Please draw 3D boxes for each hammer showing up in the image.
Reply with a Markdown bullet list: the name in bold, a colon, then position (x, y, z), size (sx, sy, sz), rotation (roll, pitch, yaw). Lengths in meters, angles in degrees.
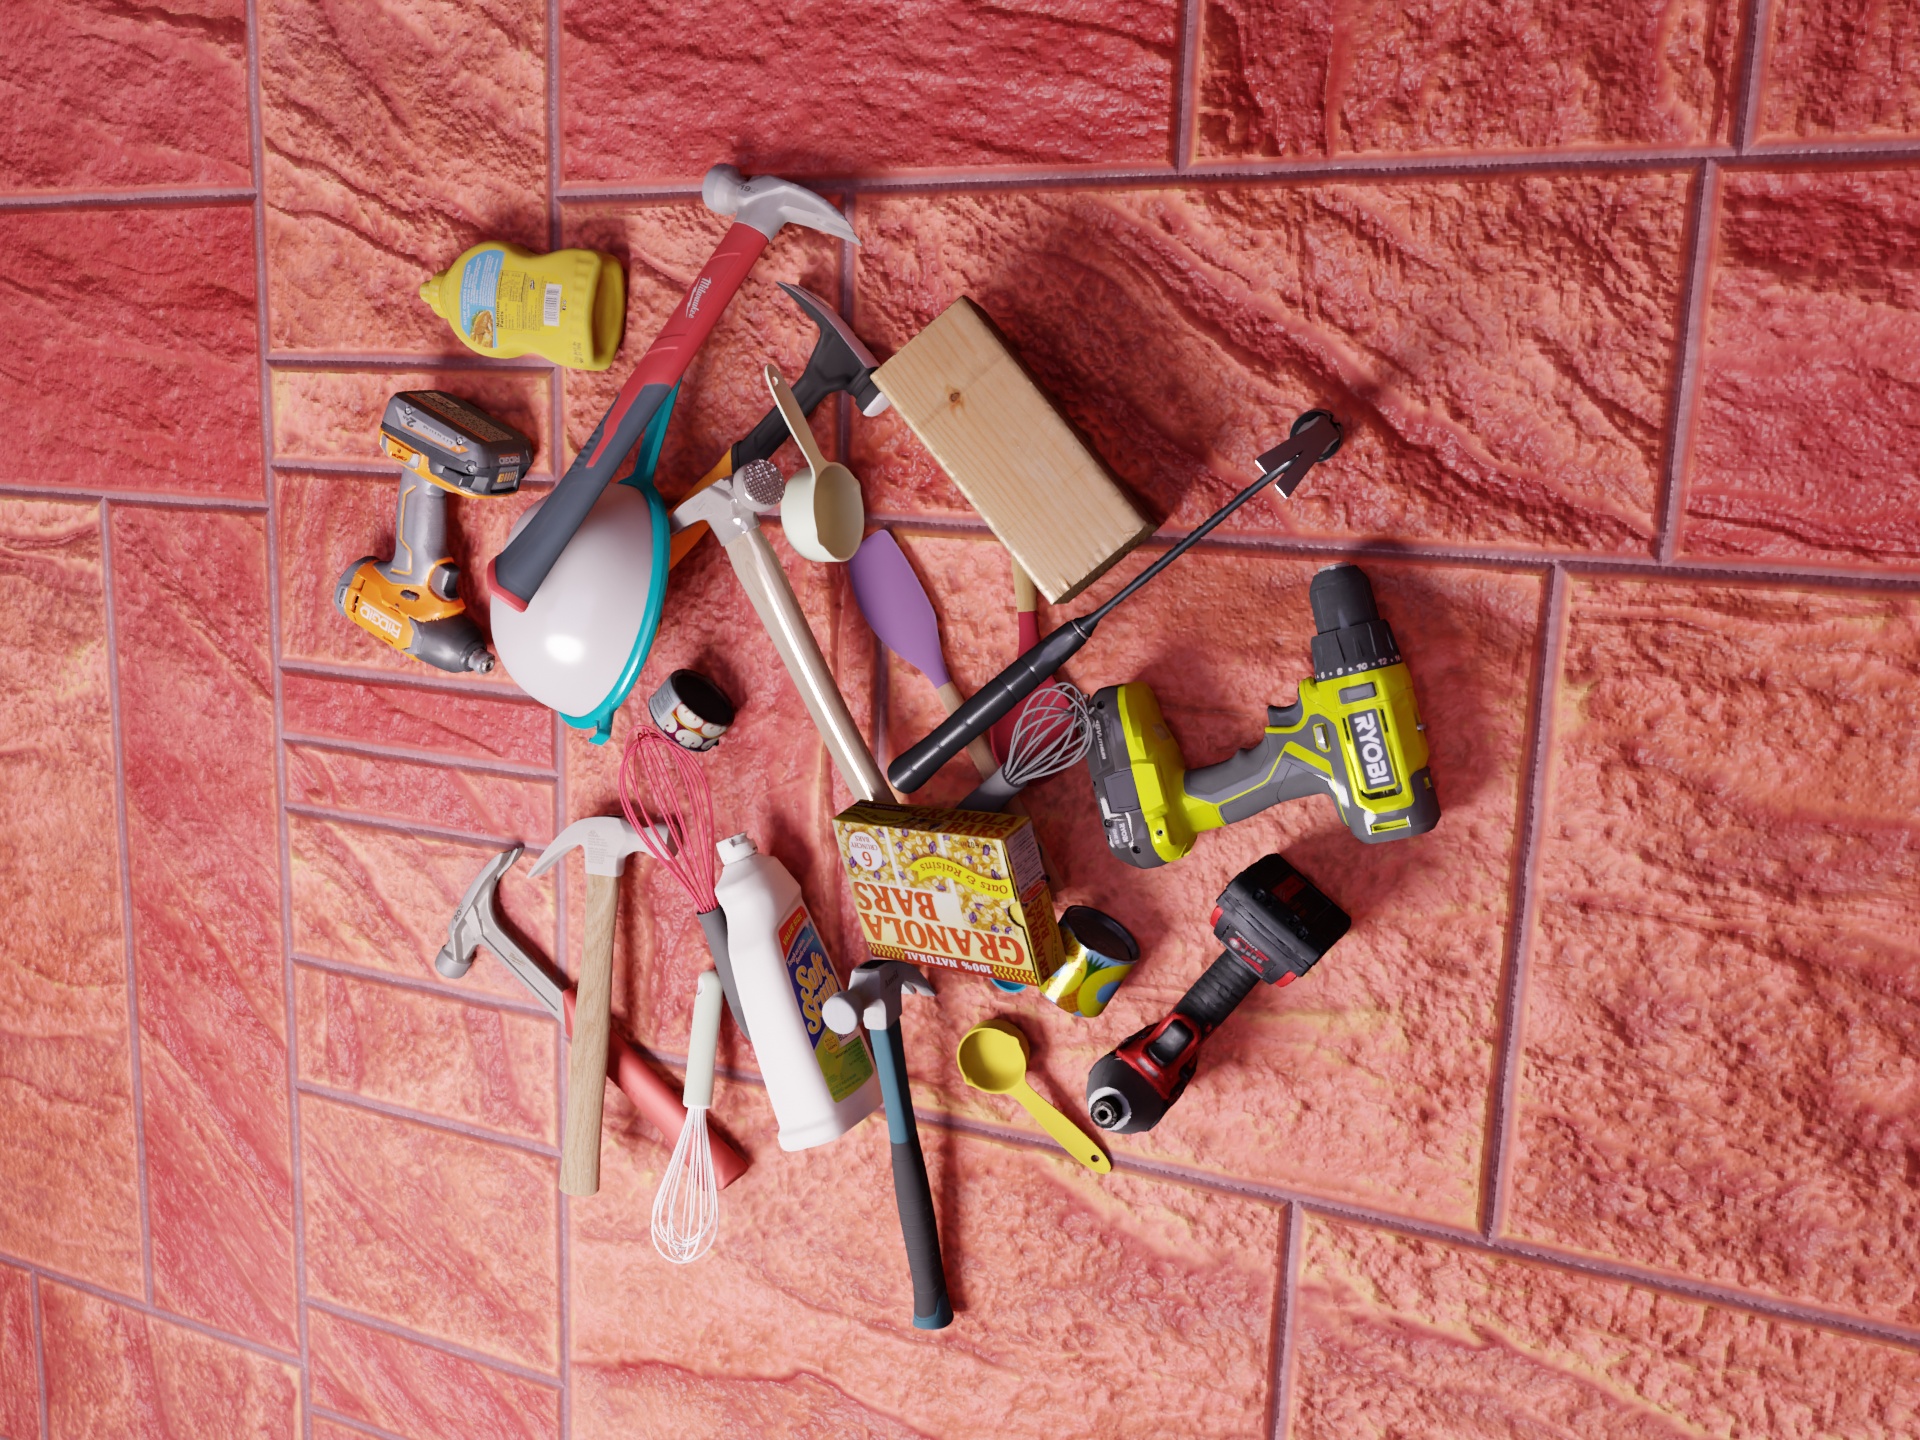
- **hammer**: position (0.096, -0.071, 1.118), size (0.409, 0.149, 0.036), rotation (-40, 91, 25)
- **hammer**: position (-0.103, 0.003, 1.250), size (0.146, 0.038, 0.410), rotation (-18, 102, 51)
- **hammer**: position (-0.045, 0.346, 1.278), size (0.033, 0.128, 0.331), rotation (-1, 107, 25)
- **hammer**: position (-0.322, 0.247, 1.385), size (0.130, 0.031, 0.331), rotation (5, 91, 14)
- **hammer**: position (-0.322, 0.279, 1.426), size (0.359, 0.036, 0.149), rotation (41, 112, 14)
- **hammer**: position (-0.200, -0.198, 1.295), size (0.337, 0.034, 0.127), rotation (-43, 81, 24)
- **hammer**: position (-0.226, -0.244, 1.200), size (0.143, 0.038, 0.386), rotation (28, 82, 26)

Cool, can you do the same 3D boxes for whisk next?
- **whisk**: position (0.037, 0.039, 1.170), size (0.055, 0.055, 0.239), rotation (53, 145, 8)
- **whisk**: position (-0.217, 0.141, 1.334), size (0.073, 0.073, 0.295), rotation (-13, 104, 26)
- **whisk**: position (-0.225, 0.337, 1.359), size (0.058, 0.059, 0.246), rotation (-10, 73, 63)

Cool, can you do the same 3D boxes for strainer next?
- **strainer**: position (-0.300, -0.163, 1.264), size (0.211, 0.095, 0.340), rotation (34, 107, 54)

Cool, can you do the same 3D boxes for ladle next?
- **ladle**: position (0.047, -0.108, 1.202), size (0.069, 0.031, 0.315), rotation (-3, 95, 20)

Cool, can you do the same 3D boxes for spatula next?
- **spatula**: position (-0.002, -0.004, 1.245), size (0.060, 0.018, 0.316), rotation (-33, 83, 30)

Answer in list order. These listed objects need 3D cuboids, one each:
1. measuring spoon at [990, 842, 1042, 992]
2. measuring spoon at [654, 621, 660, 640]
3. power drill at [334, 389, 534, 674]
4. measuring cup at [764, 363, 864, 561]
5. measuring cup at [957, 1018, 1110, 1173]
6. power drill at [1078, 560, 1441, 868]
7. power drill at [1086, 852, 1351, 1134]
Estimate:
- **measuring spoon**: position (0.050, 0.151, 1.240), size (0.042, 0.021, 0.128), rotation (21, 111, 28)
- **measuring spoon**: position (-0.292, -0.045, 1.376), size (0.021, 0.011, 0.117), rotation (44, 109, 12)
- **power drill**: position (-0.453, -0.155, 1.394), size (0.164, 0.084, 0.226), rotation (30, 114, 16)
- **measuring cup**: position (-0.125, -0.195, 1.212), size (0.038, 0.083, 0.167), rotation (-4, 128, 29)
- **measuring cup**: position (0.064, 0.299, 1.266), size (0.156, 0.029, 0.062), rotation (44, 113, -1)
- **power drill**: position (0.207, 0.004, 1.120), size (0.228, 0.080, 0.190), rotation (-14, 88, 23)
- **power drill**: position (0.172, 0.205, 1.132), size (0.079, 0.143, 0.219), rotation (42, 110, 16)
